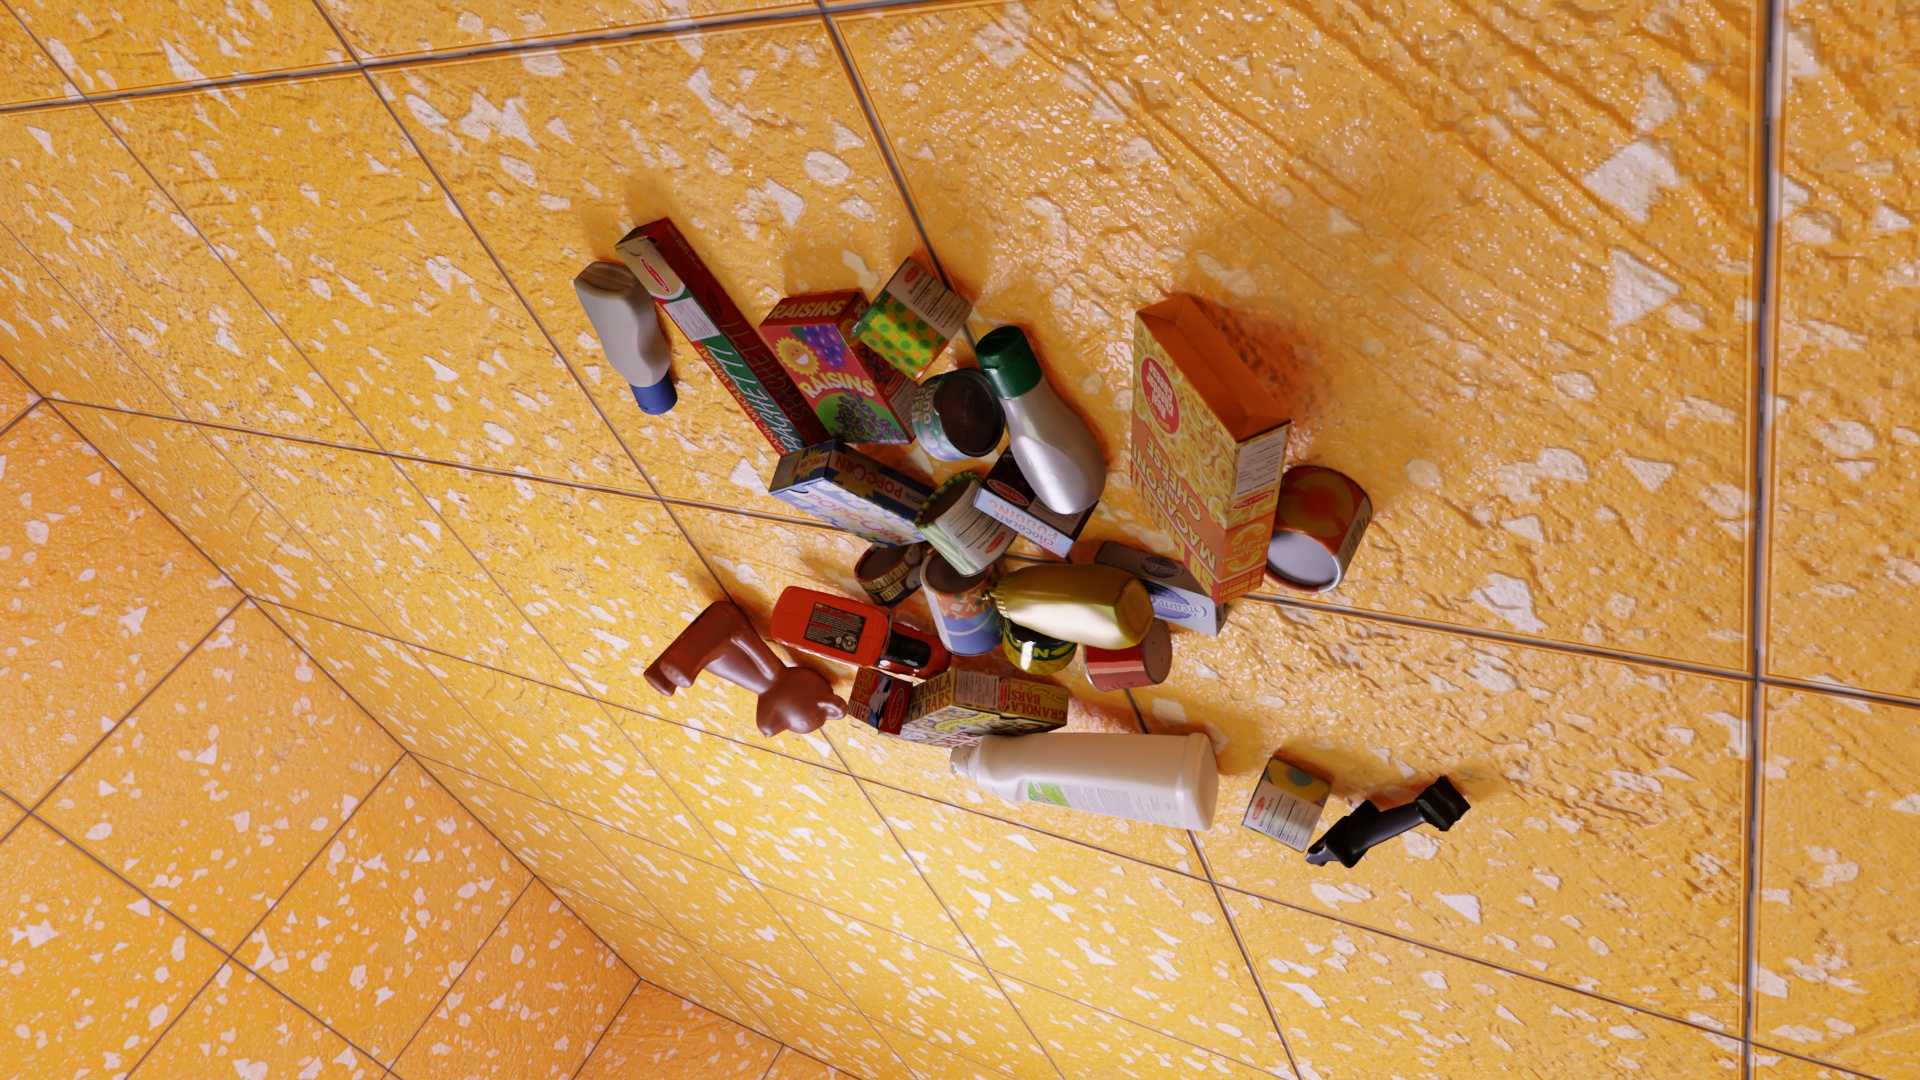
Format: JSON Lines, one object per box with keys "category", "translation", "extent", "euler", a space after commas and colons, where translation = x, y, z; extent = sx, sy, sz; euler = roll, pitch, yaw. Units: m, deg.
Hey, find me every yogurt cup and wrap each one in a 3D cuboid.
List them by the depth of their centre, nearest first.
{"category": "yogurt cup", "translation": [0.140, 0.092, 1.148], "extent": [0.054, 0.073, 0.072], "euler": [-4, 134, 35]}

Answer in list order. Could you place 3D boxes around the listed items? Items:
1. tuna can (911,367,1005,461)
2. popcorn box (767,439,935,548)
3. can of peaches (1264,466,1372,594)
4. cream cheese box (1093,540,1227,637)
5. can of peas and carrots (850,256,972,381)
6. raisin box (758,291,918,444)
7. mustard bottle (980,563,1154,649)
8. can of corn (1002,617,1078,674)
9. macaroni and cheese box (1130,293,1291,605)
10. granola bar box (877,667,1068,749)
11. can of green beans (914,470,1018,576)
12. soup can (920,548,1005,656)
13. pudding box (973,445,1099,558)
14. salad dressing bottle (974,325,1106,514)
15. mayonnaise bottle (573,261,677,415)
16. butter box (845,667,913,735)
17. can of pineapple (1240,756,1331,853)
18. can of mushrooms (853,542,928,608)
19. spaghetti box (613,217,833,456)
{"category": "tuna can", "translation": [-0.003, -0.092, 1.015], "extent": [0.033, 0.071, 0.071], "euler": [-6, 131, 48]}
{"category": "popcorn box", "translation": [-0.083, -0.037, 1.161], "extent": [0.126, 0.038, 0.085], "euler": [27, 158, -33]}
{"category": "can of peaches", "translation": [0.231, -0.007, 0.926], "extent": [0.071, 0.058, 0.071], "euler": [23, 148, 16]}
{"category": "cream cheese box", "translation": [0.158, 0.038, 1.092], "extent": [0.104, 0.024, 0.053], "euler": [18, 147, 25]}
{"category": "can of peas and carrots", "translation": [-0.035, -0.152, 0.963], "extent": [0.058, 0.071, 0.070], "euler": [38, 149, -8]}
{"category": "raisin box", "translation": [-0.087, -0.131, 1.069], "extent": [0.086, 0.040, 0.123], "euler": [5, 140, 41]}
{"category": "mustard bottle", "translation": [0.076, 0.047, 1.110], "extent": [0.160, 0.049, 0.065], "euler": [7, 138, 43]}
{"category": "can of corn", "translation": [0.068, 0.075, 1.182], "extent": [0.071, 0.071, 0.058], "euler": [25, 149, 14]}
{"category": "macaroni and cheese box", "translation": [0.153, -0.055, 0.888], "extent": [0.165, 0.040, 0.124], "euler": [84, 161, -52]}
{"category": "granola bar box", "translation": [0.010, 0.169, 1.350], "extent": [0.124, 0.039, 0.165], "euler": [13, 157, -25]}
{"category": "can of green beans", "translation": [0.005, -0.014, 1.121], "extent": [0.057, 0.071, 0.071], "euler": [46, 147, -19]}
{"category": "soup can", "translation": [0.008, 0.049, 1.211], "extent": [0.071, 0.072, 0.083], "euler": [16, 145, 27]}
{"category": "pudding box", "translation": [0.058, -0.030, 1.064], "extent": [0.084, 0.050, 0.030], "euler": [31, 147, 4]}
{"category": "salad dressing bottle", "translation": [0.057, -0.086, 0.995], "extent": [0.064, 0.044, 0.147], "euler": [5, 138, 40]}
{"category": "mayonnaise bottle", "translation": [-0.281, -0.170, 1.195], "extent": [0.065, 0.041, 0.147], "euler": [21, 148, 23]}
{"category": "butter box", "translation": [-0.080, 0.156, 1.368], "extent": [0.024, 0.053, 0.103], "euler": [17, 175, -23]}
{"category": "can of pineapple", "translation": [0.283, 0.229, 1.206], "extent": [0.058, 0.071, 0.070], "euler": [24, 148, 16]}
{"category": "can of mushrooms", "translation": [-0.060, 0.026, 1.234], "extent": [0.071, 0.071, 0.033], "euler": [-4, 131, 46]}
{"category": "spaghetti box", "translation": [-0.186, -0.153, 1.140], "extent": [0.050, 0.029, 0.249], "euler": [-2, 134, 45]}
